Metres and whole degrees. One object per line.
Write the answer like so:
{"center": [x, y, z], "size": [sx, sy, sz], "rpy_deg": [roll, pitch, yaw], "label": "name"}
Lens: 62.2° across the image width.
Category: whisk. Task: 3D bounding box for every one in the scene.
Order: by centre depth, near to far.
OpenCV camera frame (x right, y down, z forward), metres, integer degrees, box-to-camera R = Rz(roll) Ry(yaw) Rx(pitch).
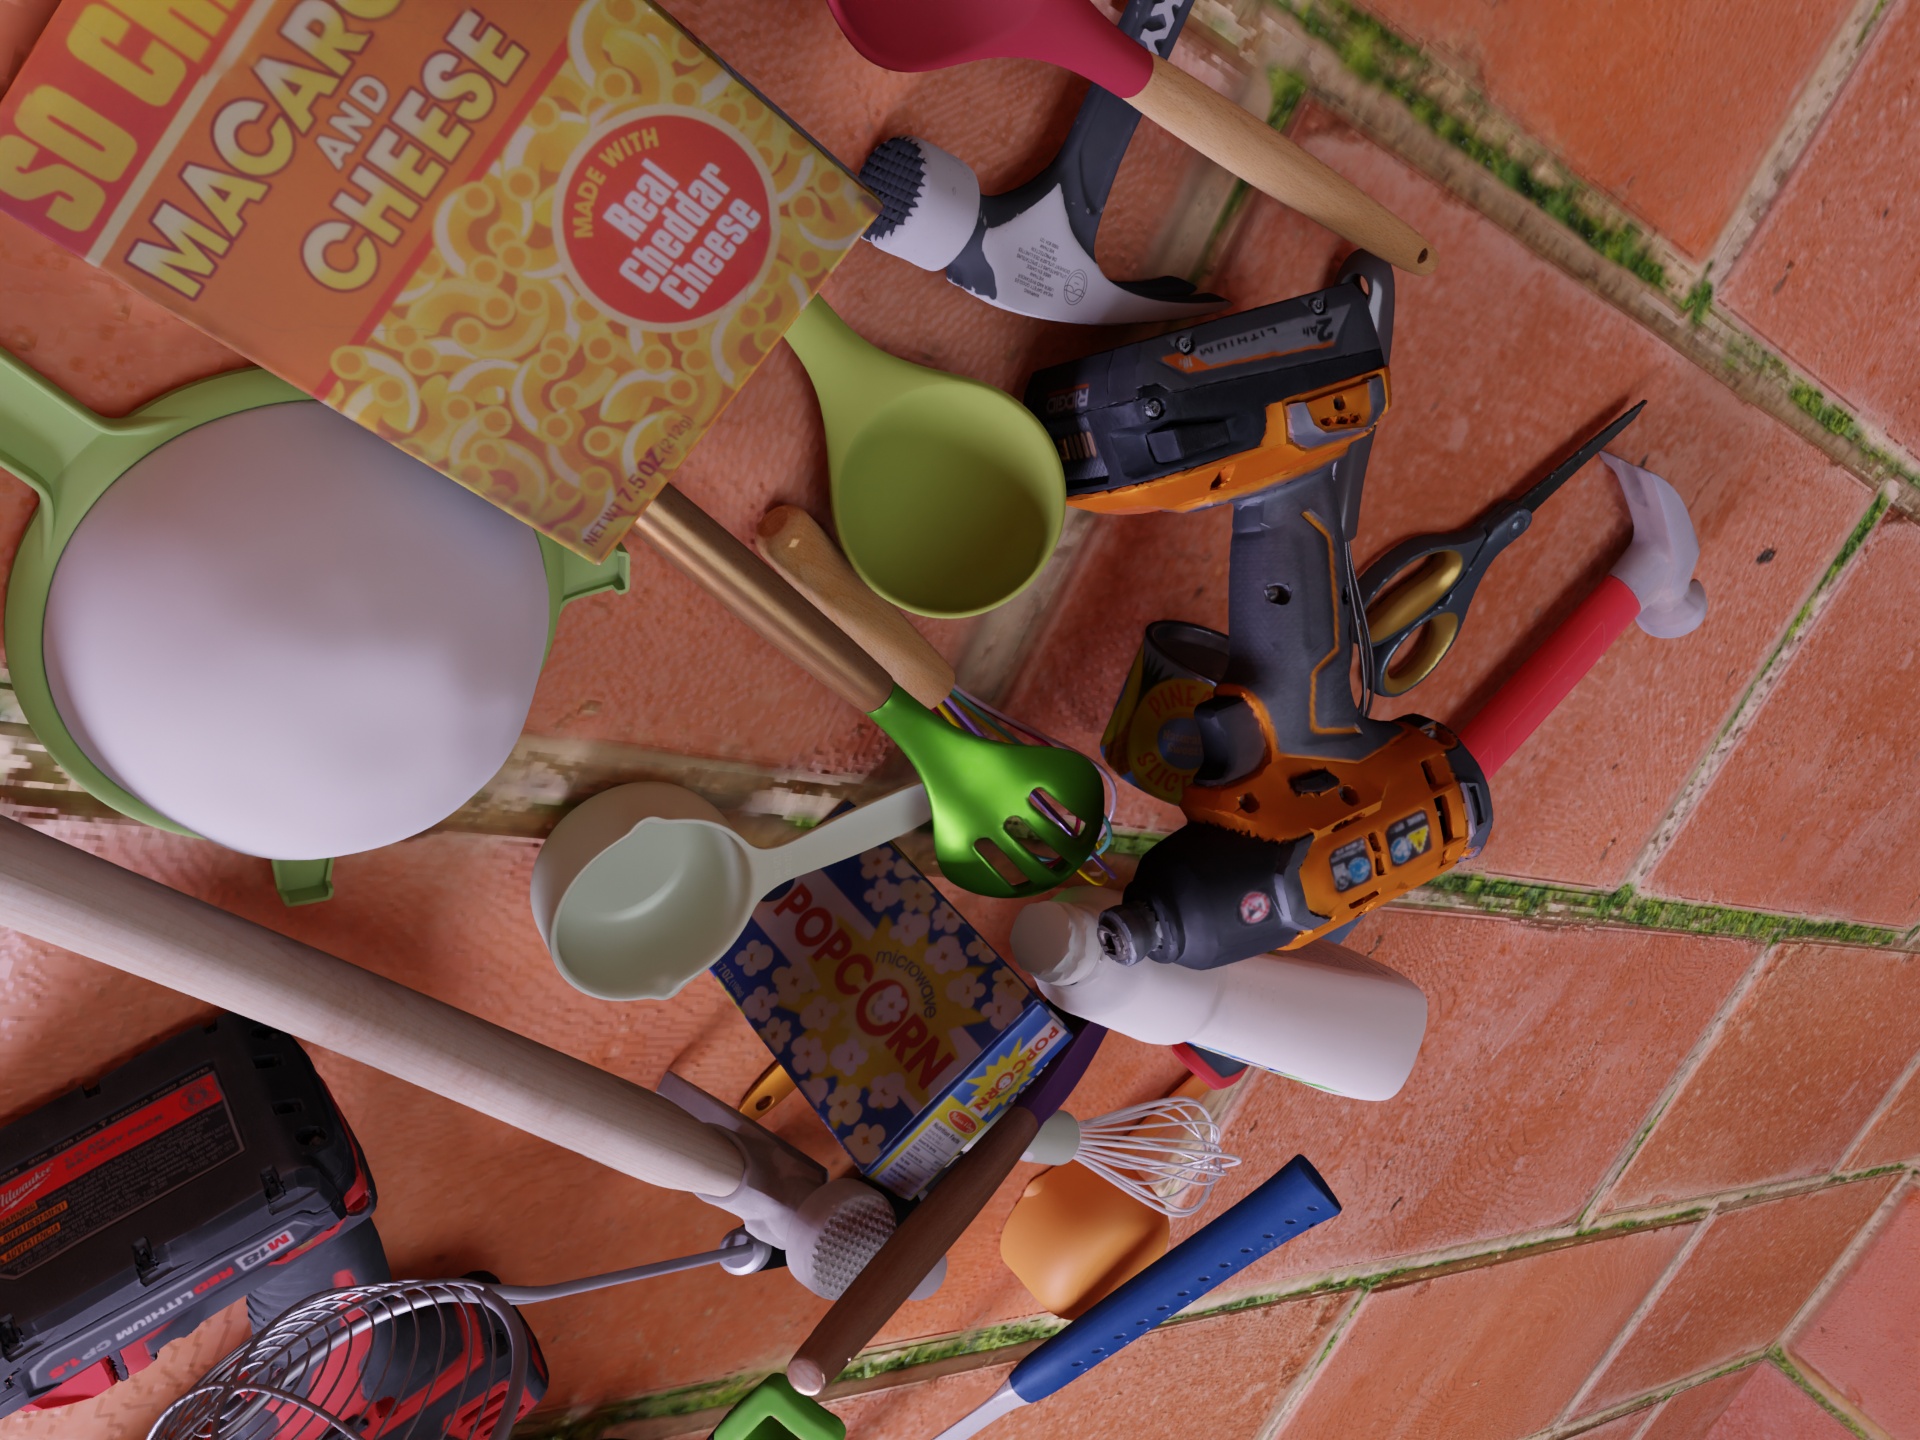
{"center": [-0.002, -0.003, 0.609], "size": [0.244, 0.051, 0.047], "rpy_deg": [46, 52, -43], "label": "whisk"}
{"center": [0.159, -0.081, 0.675], "size": [0.055, 0.055, 0.238], "rpy_deg": [-20, 127, -28], "label": "whisk"}
{"center": [0.051, 0.196, 0.740], "size": [0.246, 0.058, 0.059], "rpy_deg": [22, 71, -43], "label": "whisk"}

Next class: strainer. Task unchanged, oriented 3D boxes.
{"center": [-0.194, -0.041, 0.394], "size": [0.151, 0.069, 0.256], "rpy_deg": [-46, 139, -2], "label": "strainer"}

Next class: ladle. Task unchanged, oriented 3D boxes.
{"center": [-0.064, -0.139, 0.442], "size": [0.078, 0.062, 0.319], "rpy_deg": [-40, 135, 3], "label": "ladle"}
{"center": [0.070, -0.188, 0.484], "size": [0.315, 0.031, 0.069], "rpy_deg": [8, 116, -47], "label": "ladle"}

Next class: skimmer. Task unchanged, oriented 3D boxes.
{"center": [-0.110, 0.222, 0.549], "size": [0.127, 0.090, 0.363], "rpy_deg": [-16, 165, 28], "label": "skimmer"}

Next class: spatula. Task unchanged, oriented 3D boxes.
{"center": [0.013, 0.164, 0.599], "size": [0.059, 0.018, 0.316], "rpy_deg": [-66, 164, 17], "label": "spatula"}

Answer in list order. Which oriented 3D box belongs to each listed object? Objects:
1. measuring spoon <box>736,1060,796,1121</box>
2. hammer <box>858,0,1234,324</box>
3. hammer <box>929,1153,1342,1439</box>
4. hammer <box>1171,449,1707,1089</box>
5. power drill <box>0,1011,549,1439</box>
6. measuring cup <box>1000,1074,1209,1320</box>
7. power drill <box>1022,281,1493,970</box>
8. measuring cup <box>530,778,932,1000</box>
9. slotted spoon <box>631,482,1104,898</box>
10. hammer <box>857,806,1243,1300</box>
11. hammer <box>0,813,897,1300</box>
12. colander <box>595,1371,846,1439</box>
{"center": [-0.051, 0.135, 0.684], "size": [0.117, 0.011, 0.021], "rpy_deg": [-42, 137, -6], "label": "measuring spoon"}
{"center": [0.109, -0.309, 0.473], "size": [0.149, 0.036, 0.409], "rpy_deg": [10, 113, -44], "label": "hammer"}
{"center": [0.021, 0.355, 0.830], "size": [0.405, 0.035, 0.143], "rpy_deg": [-37, 137, 7], "label": "hammer"}
{"center": [0.245, 0.036, 0.836], "size": [0.386, 0.038, 0.143], "rpy_deg": [-48, 137, -1], "label": "hammer"}
{"center": [-0.256, 0.222, 0.536], "size": [0.188, 0.080, 0.226], "rpy_deg": [-29, 138, -20], "label": "power drill"}
{"center": [0.102, 0.254, 0.867], "size": [0.173, 0.052, 0.095], "rpy_deg": [-43, 138, -3], "label": "measuring cup"}
{"center": [0.098, -0.026, 0.570], "size": [0.164, 0.084, 0.226], "rpy_deg": [-22, 103, -26], "label": "power drill"}
{"center": [-0.075, 0.043, 0.577], "size": [0.167, 0.038, 0.083], "rpy_deg": [-21, 131, -27], "label": "measuring cup"}
{"center": [-0.046, -0.021, 0.528], "size": [0.070, 0.031, 0.313], "rpy_deg": [-43, 127, 7], "label": "slotted spoon"}
{"center": [0.053, 0.132, 0.751], "size": [0.335, 0.035, 0.146], "rpy_deg": [-46, 138, -3], "label": "hammer"}
{"center": [-0.198, 0.077, 0.468], "size": [0.410, 0.146, 0.038], "rpy_deg": [37, 75, -38], "label": "hammer"}
{"center": [-0.117, 0.333, 0.646], "size": [0.094, 0.204, 0.397], "rpy_deg": [-45, 170, -52], "label": "colander"}
